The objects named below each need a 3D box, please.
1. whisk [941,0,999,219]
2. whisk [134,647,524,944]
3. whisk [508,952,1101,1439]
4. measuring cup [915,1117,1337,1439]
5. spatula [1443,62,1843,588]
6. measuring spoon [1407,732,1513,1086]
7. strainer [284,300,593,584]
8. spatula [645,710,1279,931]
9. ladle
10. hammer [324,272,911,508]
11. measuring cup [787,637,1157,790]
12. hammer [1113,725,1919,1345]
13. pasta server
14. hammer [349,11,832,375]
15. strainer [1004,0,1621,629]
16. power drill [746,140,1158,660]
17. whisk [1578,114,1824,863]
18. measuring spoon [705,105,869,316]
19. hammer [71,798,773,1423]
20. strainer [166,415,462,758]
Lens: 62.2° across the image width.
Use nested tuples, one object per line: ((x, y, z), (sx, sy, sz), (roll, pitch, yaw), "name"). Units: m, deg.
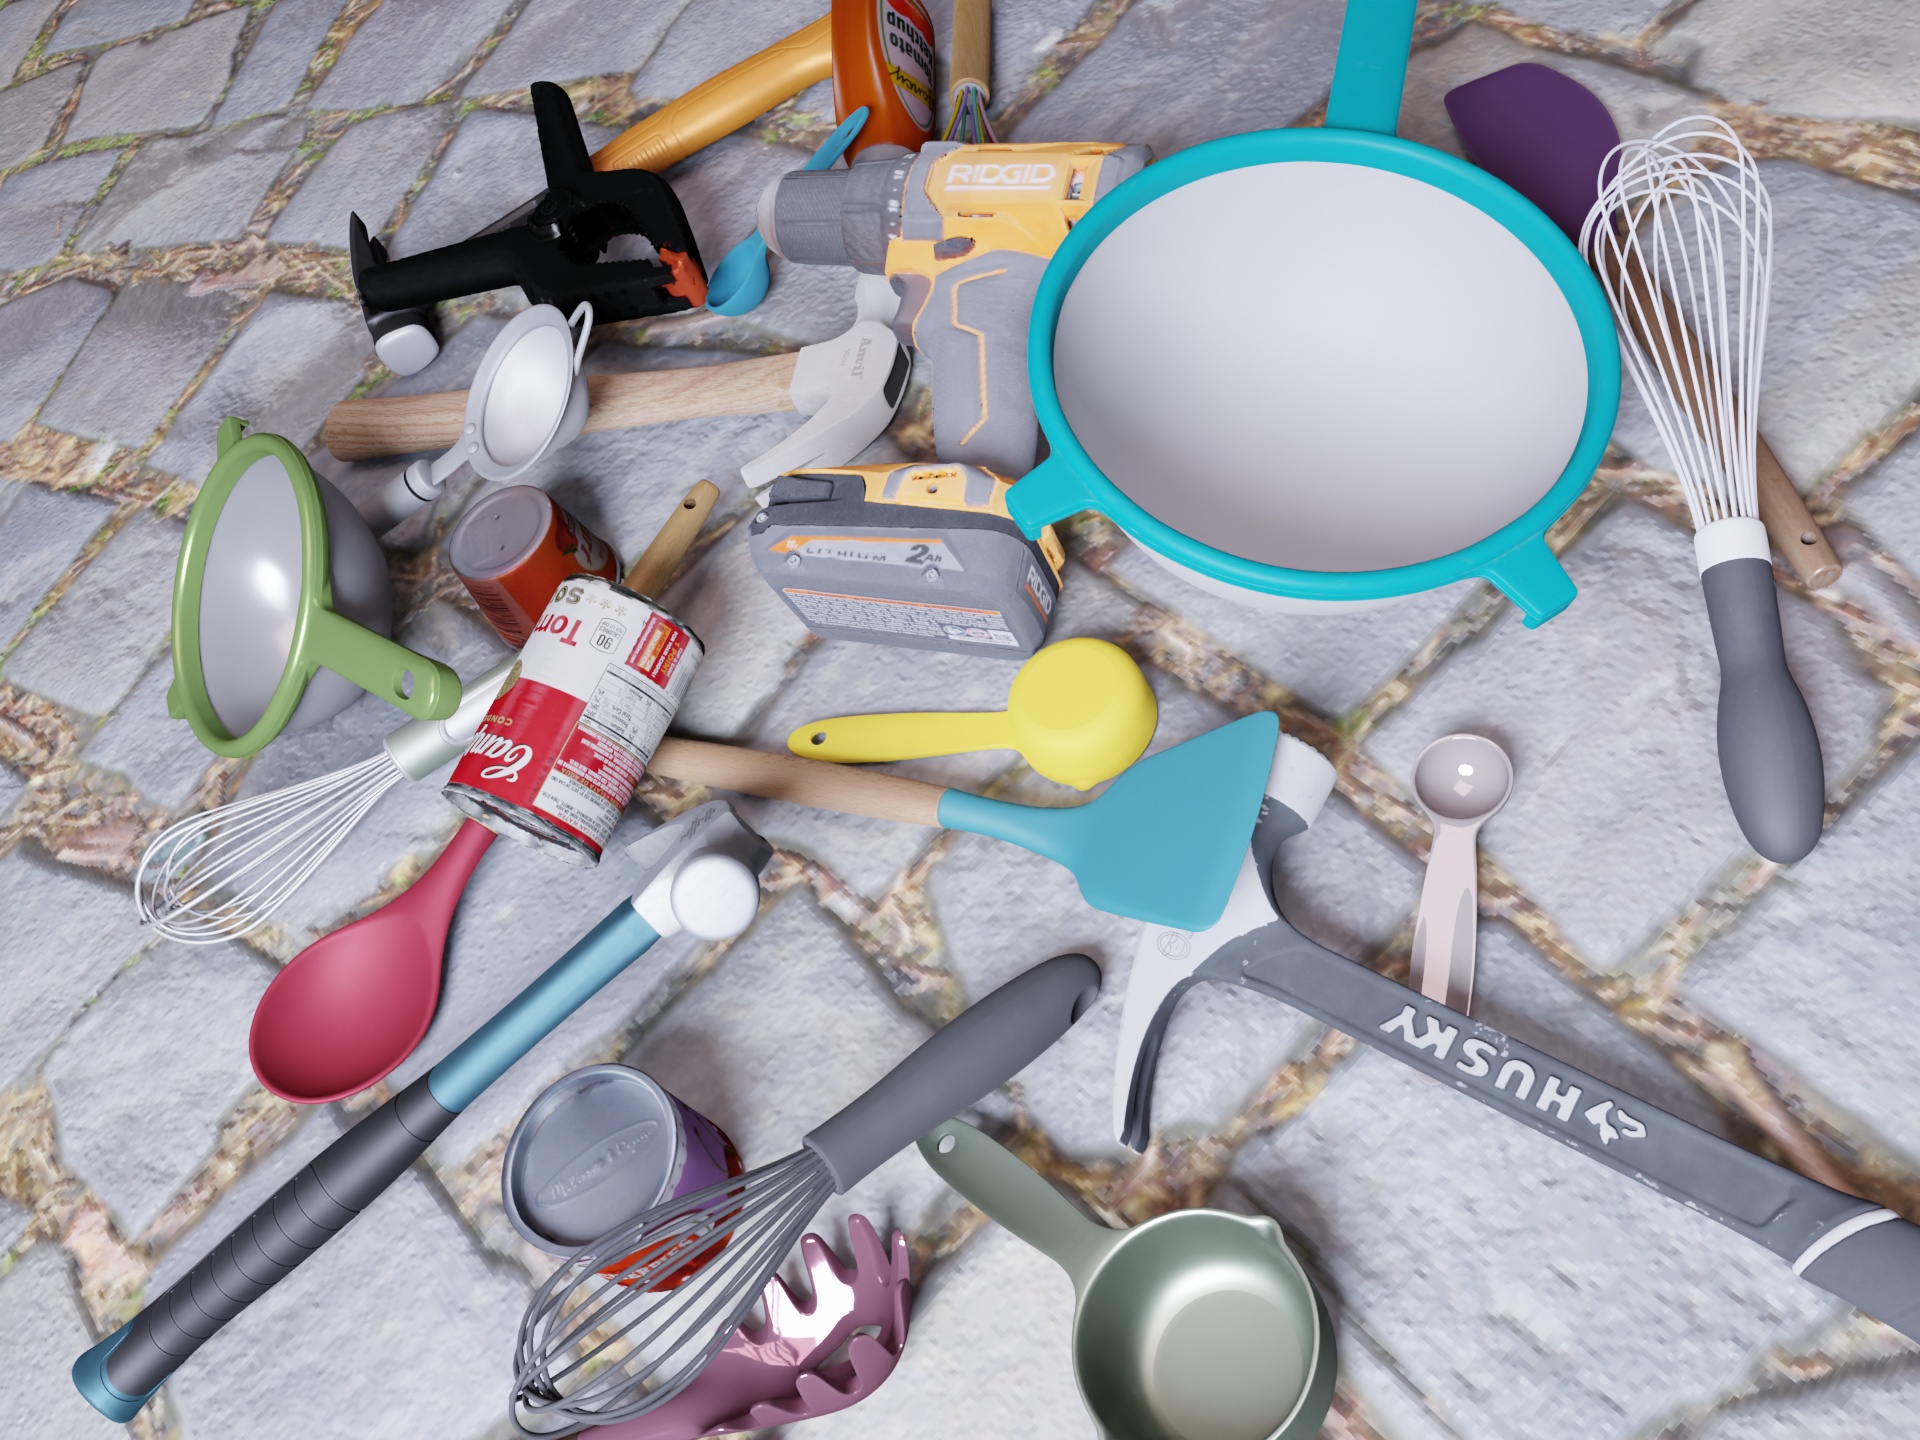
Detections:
((0.006, -0.307, 0.822), (0.047, 0.051, 0.245), (8, 53, -9), "whisk")
((-0.258, 0.022, 0.712), (0.246, 0.057, 0.059), (-34, 19, -7), "whisk")
((-0.043, 0.147, 0.519), (0.239, 0.055, 0.055), (-32, 51, -25), "whisk")
((0.046, 0.175, 0.507), (0.168, 0.038, 0.083), (26, 70, 45), "measuring cup")
((0.274, -0.175, 0.643), (0.060, 0.018, 0.316), (-18, 54, 9), "spatula")
((0.167, 0.064, 0.541), (0.034, 0.018, 0.124), (3, 68, 24), "measuring spoon")
((-0.255, -0.122, 0.778), (0.258, 0.050, 0.087), (-28, 60, 24), "strainer")
((-0.031, 0.023, 0.614), (0.318, 0.044, 0.082), (8, 65, 30), "spatula")
((-0.192, 0.023, 0.684), (0.069, 0.031, 0.315), (27, 74, 13), "ladle")
((-0.183, -0.158, 0.804), (0.331, 0.031, 0.130), (-2, 59, 21), "hammer")
((-0.001, -0.002, 0.634), (0.156, 0.029, 0.062), (-5, 58, 17), "measuring cup")
((0.226, 0.141, 0.448), (0.409, 0.036, 0.149), (25, 80, 30), "hammer")
((-0.152, 0.250, 0.532), (0.316, 0.040, 0.060), (-24, 25, 8), "pasta server")
((-0.196, -0.321, 0.910), (0.337, 0.034, 0.127), (-29, 55, 2), "hammer")
((0.147, -0.173, 0.638), (0.211, 0.095, 0.341), (11, 64, 9), "strainer")
((-0.023, -0.149, 0.681), (0.185, 0.084, 0.226), (8, 72, 20), "power drill")
((0.265, -0.089, 0.555), (0.070, 0.070, 0.285), (-7, 69, 17), "whisk")
((-0.083, -0.255, 0.811), (0.128, 0.021, 0.042), (-47, 39, 14), "measuring spoon")
((-0.200, 0.145, 0.588), (0.331, 0.033, 0.128), (-41, 11, 3), "hammer")
((-0.274, -0.042, 0.718), (0.256, 0.069, 0.151), (21, 100, 41), "strainer")
